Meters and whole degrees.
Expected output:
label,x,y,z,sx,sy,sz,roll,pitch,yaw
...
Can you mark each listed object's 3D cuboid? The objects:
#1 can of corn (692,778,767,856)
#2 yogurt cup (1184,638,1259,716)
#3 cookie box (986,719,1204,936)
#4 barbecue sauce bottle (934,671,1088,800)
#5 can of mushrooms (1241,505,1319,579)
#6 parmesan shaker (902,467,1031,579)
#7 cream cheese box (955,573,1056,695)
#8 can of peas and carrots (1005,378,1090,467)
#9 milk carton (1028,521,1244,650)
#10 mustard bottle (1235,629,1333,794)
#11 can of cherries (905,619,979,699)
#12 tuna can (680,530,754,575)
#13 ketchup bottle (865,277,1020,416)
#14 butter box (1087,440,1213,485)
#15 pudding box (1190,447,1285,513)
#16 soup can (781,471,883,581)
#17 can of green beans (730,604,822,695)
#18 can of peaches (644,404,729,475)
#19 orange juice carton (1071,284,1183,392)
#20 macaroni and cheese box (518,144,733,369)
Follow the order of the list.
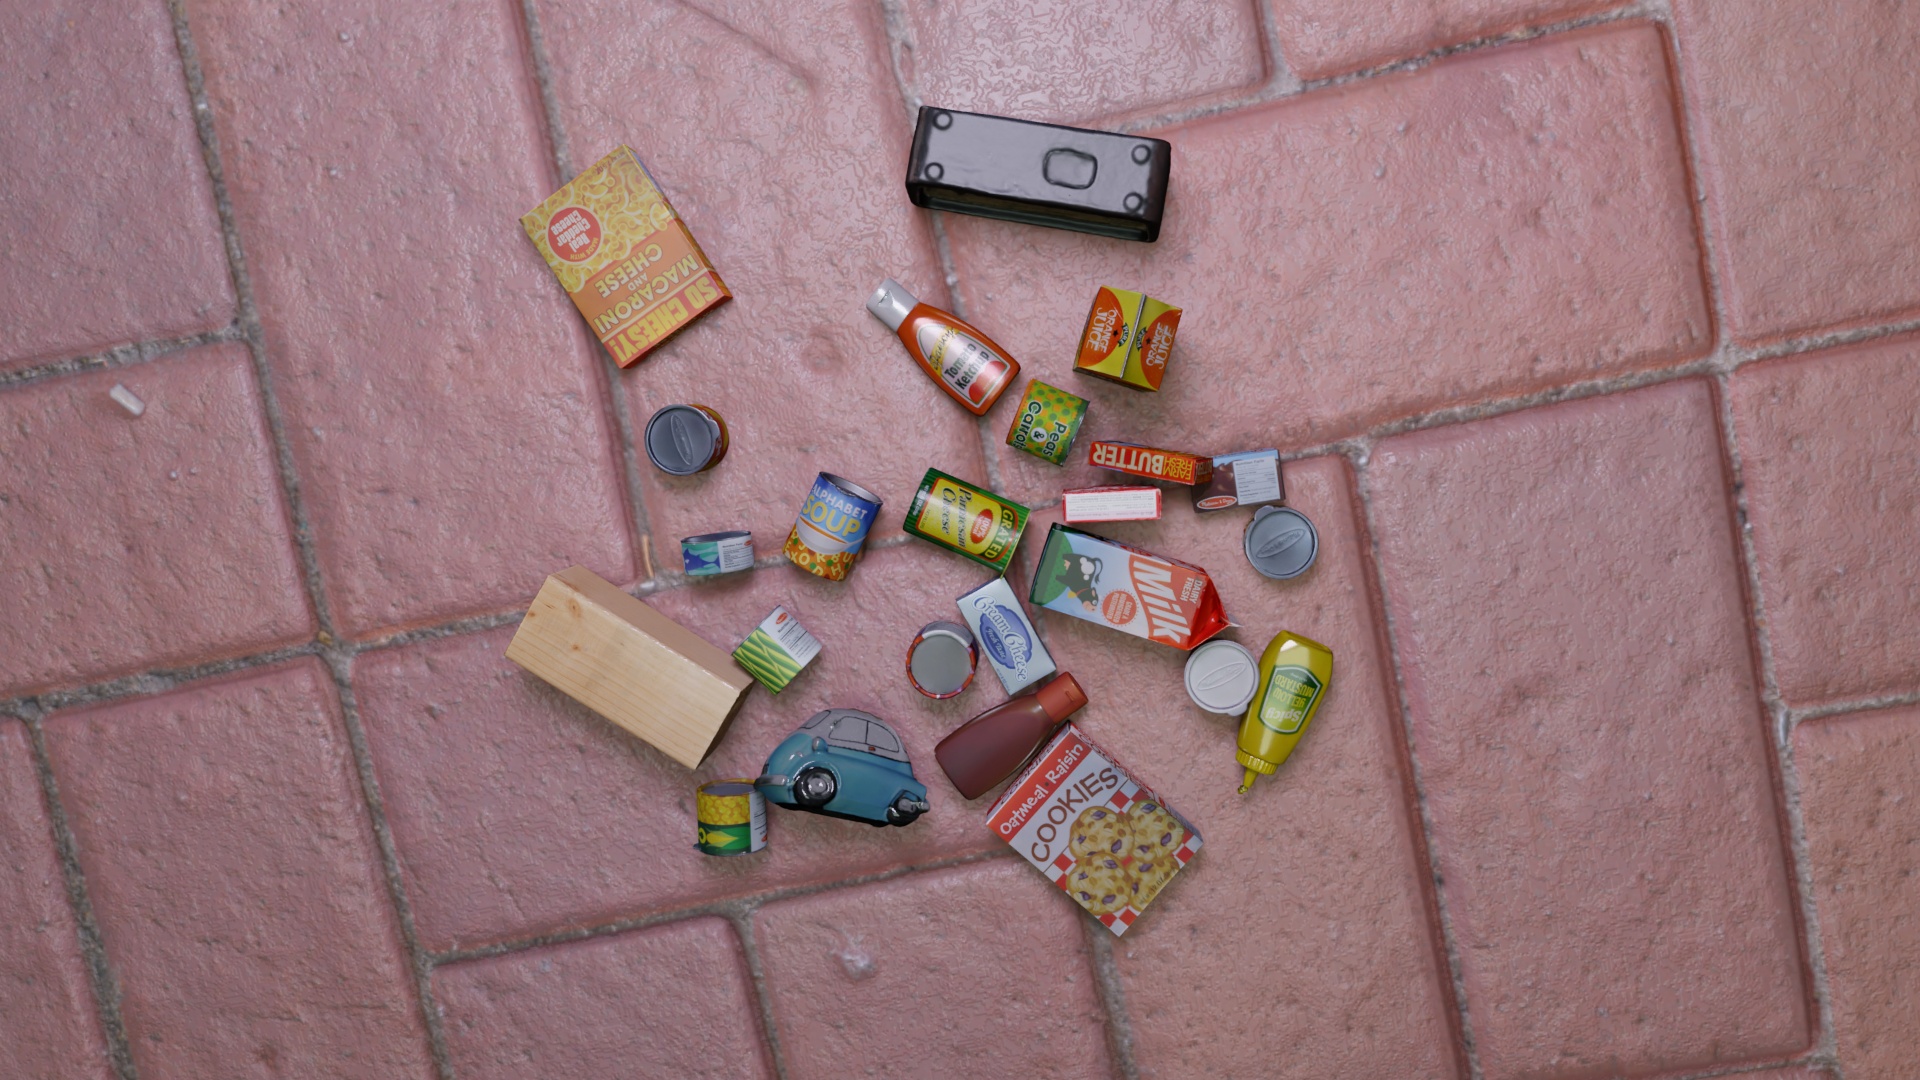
label,x,y,z,sx,sy,sz,roll,pitch,yaw
can of corn,-0.221,0.263,1.325,0.071,0.071,0.058,-1,95,4
yogurt cup,0.239,0.122,1.286,0.072,0.054,0.072,0,96,4
cookie box,0.126,0.272,1.317,0.167,0.040,0.123,40,97,-2
barbecue sauce bottle,0.051,0.180,1.311,0.148,0.044,0.065,-36,93,6
can of mushrooms,0.293,-0.001,1.281,0.071,0.033,0.071,0,96,4
parmesan shaker,0.005,-0.016,1.282,0.103,0.071,0.071,23,97,1
cream cheese box,0.043,0.088,1.310,0.053,0.024,0.103,-30,93,2
can of peas and carrots,0.079,-0.107,1.267,0.059,0.071,0.071,22,97,2
milk carton,0.164,0.047,1.275,0.191,0.072,0.073,17,96,2
mustard bottle,0.292,0.166,1.290,0.065,0.049,0.160,20,97,3
can of cherries,-0.017,0.114,1.301,0.071,0.058,0.071,0,95,3
tuna can,-0.229,0.012,1.303,0.071,0.071,0.032,-6,97,5
ketchup bottle,-0.019,-0.182,1.280,0.149,0.043,0.064,39,97,0
butter box,0.172,-0.071,1.255,0.103,0.053,0.024,13,101,27
pudding box,0.253,-0.056,1.280,0.084,0.030,0.049,-9,96,5
soup can,-0.120,-0.013,1.289,0.071,0.071,0.083,27,97,1
can of green beans,-0.172,0.103,1.307,0.058,0.071,0.071,44,97,-2
can of peaches,-0.252,-0.095,1.297,0.071,0.058,0.071,0,95,4
orange juice carton,0.142,-0.171,1.194,0.073,0.193,0.071,17,96,1
macaroni and cheese box,-0.310,-0.262,1.293,0.123,0.040,0.166,-34,92,6
